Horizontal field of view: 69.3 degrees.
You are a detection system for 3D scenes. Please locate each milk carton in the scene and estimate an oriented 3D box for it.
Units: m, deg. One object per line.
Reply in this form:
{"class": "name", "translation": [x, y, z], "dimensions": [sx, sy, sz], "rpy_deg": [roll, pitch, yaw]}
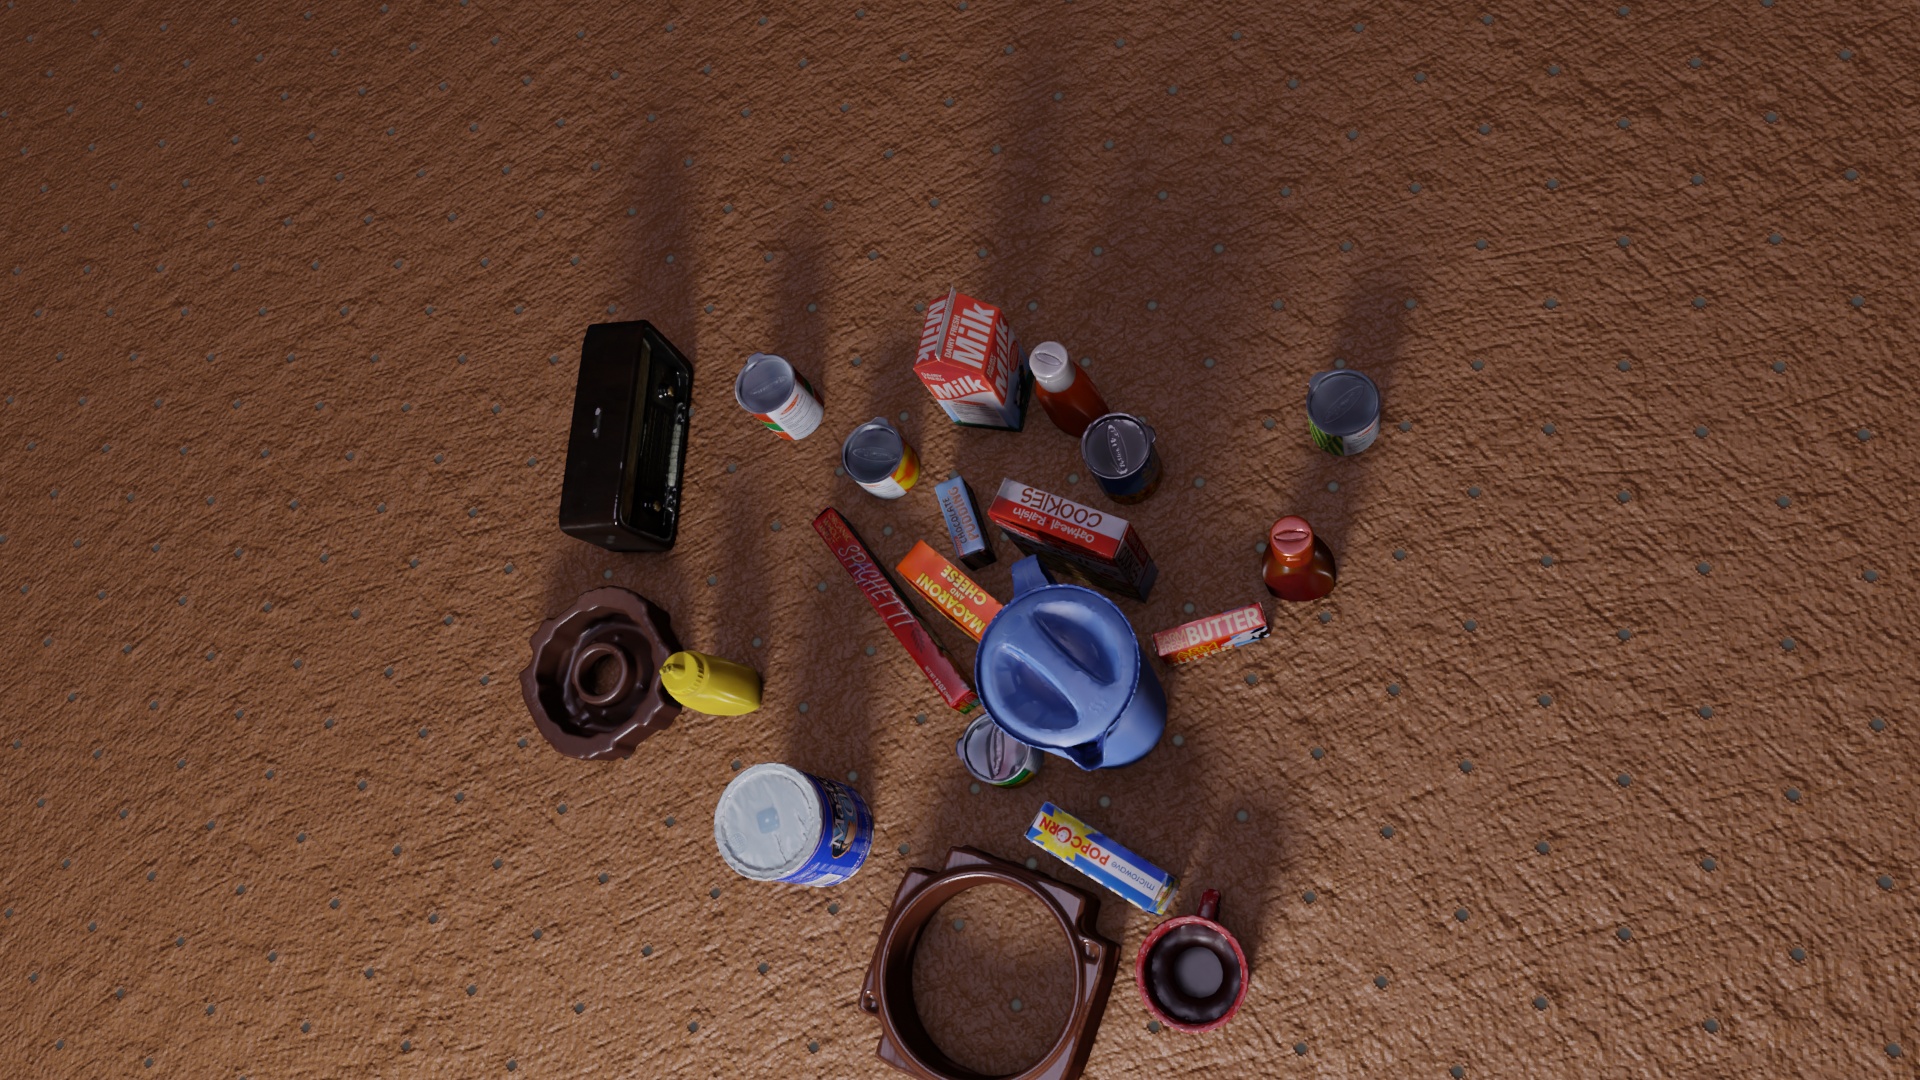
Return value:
{"class": "milk carton", "translation": [0.011, -0.173, 1.343], "dimensions": [0.073, 0.190, 0.072], "rpy_deg": [8, 76, 19]}

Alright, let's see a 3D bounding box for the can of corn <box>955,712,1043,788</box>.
{"class": "can of corn", "translation": [0.037, 0.196, 1.292], "dimensions": [0.071, 0.058, 0.071], "rpy_deg": [-5, 72, 15]}

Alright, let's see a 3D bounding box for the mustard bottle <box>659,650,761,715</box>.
{"class": "mustard bottle", "translation": [-0.247, 0.135, 1.341], "dimensions": [0.065, 0.160, 0.049], "rpy_deg": [-9, 72, 14]}

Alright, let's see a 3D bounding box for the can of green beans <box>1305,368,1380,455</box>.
{"class": "can of green beans", "translation": [0.357, -0.119, 1.294], "dimensions": [0.071, 0.057, 0.071], "rpy_deg": [-5, 72, 15]}

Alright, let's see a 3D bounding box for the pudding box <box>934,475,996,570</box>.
{"class": "pudding box", "translation": [0.005, -0.017, 1.373], "dimensions": [0.030, 0.049, 0.084], "rpy_deg": [-22, 69, 10]}

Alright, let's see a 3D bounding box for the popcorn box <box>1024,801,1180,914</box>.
{"class": "popcorn box", "translation": [0.127, 0.281, 1.225], "dimensions": [0.127, 0.085, 0.038], "rpy_deg": [28, 84, 22]}

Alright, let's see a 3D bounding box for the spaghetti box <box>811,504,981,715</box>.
{"class": "spaghetti box", "translation": [-0.064, 0.066, 1.367], "dimensions": [0.028, 0.050, 0.251], "rpy_deg": [-40, 67, 2]}

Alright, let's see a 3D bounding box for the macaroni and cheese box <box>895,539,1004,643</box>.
{"class": "macaroni and cheese box", "translation": [0.019, 0.070, 1.278], "dimensions": [0.124, 0.166, 0.040], "rpy_deg": [39, 88, 23]}

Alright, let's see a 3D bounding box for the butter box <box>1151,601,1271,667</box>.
{"class": "butter box", "translation": [0.230, 0.087, 1.271], "dimensions": [0.103, 0.053, 0.024], "rpy_deg": [-18, 70, 11]}

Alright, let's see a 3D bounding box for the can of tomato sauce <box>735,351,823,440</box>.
{"class": "can of tomato sauce", "translation": [-0.189, -0.150, 1.454], "dimensions": [0.071, 0.083, 0.071], "rpy_deg": [-5, 73, 15]}

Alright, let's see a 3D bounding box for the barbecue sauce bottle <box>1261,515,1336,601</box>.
{"class": "barbecue sauce bottle", "translation": [0.296, 0.016, 1.222], "dimensions": [0.065, 0.148, 0.044], "rpy_deg": [-4, 73, 16]}

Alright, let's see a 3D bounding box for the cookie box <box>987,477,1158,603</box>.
{"class": "cookie box", "translation": [0.106, 0.003, 1.272], "dimensions": [0.123, 0.167, 0.040], "rpy_deg": [20, 81, 21]}

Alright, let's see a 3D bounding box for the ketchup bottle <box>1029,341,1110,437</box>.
{"class": "ketchup bottle", "translation": [0.100, -0.144, 1.330], "dimensions": [0.065, 0.148, 0.043], "rpy_deg": [23, 82, 22]}

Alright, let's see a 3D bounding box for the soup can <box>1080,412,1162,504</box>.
{"class": "soup can", "translation": [0.158, -0.078, 1.327], "dimensions": [0.071, 0.083, 0.071], "rpy_deg": [-5, 73, 15]}

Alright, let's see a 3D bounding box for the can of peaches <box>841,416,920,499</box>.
{"class": "can of peaches", "translation": [-0.080, -0.083, 1.414], "dimensions": [0.071, 0.058, 0.071], "rpy_deg": [-5, 72, 15]}
